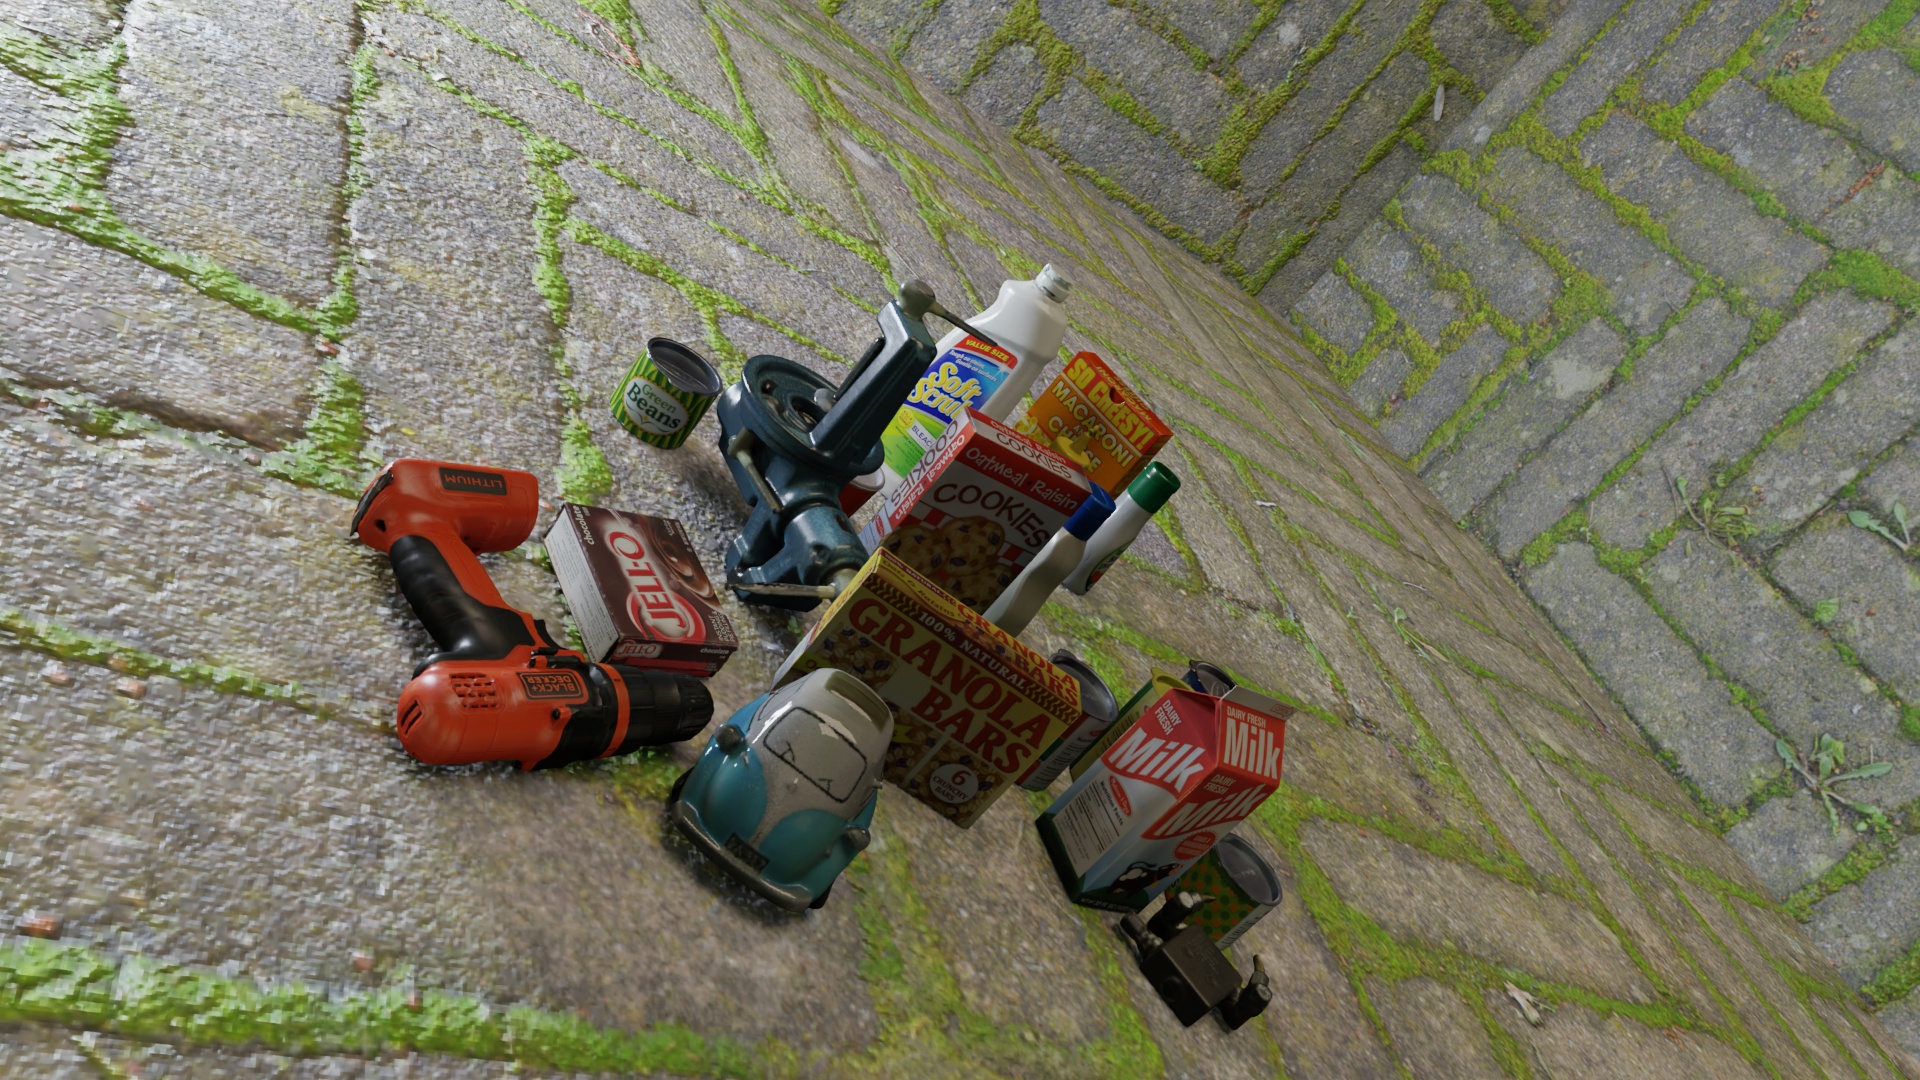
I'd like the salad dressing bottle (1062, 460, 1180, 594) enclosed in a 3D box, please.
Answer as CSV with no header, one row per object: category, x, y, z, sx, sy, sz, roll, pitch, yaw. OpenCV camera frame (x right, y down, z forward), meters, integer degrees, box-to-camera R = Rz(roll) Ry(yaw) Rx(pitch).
salad dressing bottle,0.152,-0.013,1.344,0.044,0.147,0.064,46,23,13

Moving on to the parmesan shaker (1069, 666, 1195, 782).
parmesan shaker,0.140,0.158,1.077,0.071,0.102,0.071,33,24,-17

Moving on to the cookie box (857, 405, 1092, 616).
cookie box,0.004,-0.014,1.095,0.123,0.167,0.040,25,27,-33

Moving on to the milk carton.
milk carton,0.147,0.169,0.957,0.072,0.190,0.074,22,29,-38

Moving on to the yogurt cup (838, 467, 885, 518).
yogurt cup,-0.103,-0.048,1.136,0.072,0.053,0.073,33,24,-17

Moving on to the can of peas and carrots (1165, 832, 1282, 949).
can of peas and carrots,0.194,0.259,1.036,0.071,0.058,0.071,33,24,-17

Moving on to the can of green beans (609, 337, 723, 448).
can of green beans,-0.225,-0.112,1.060,0.071,0.057,0.071,33,24,-17

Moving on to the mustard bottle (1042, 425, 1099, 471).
mustard bottle,0.071,-0.047,1.267,0.065,0.159,0.049,36,23,-11

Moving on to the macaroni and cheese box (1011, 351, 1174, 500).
macaroni and cheese box,0.114,-0.088,1.397,0.124,0.166,0.040,48,24,18

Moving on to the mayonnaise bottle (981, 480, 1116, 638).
mayonnaise bottle,0.072,0.014,1.174,0.041,0.147,0.065,27,26,-29

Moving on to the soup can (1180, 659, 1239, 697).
soup can,0.198,0.154,1.199,0.071,0.083,0.072,33,24,-17

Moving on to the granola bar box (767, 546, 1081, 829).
granola bar box,-0.023,0.098,0.908,0.165,0.123,0.039,35,23,-13

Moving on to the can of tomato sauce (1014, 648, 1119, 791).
can of tomato sauce,0.065,0.134,1.032,0.071,0.082,0.071,33,24,-17
